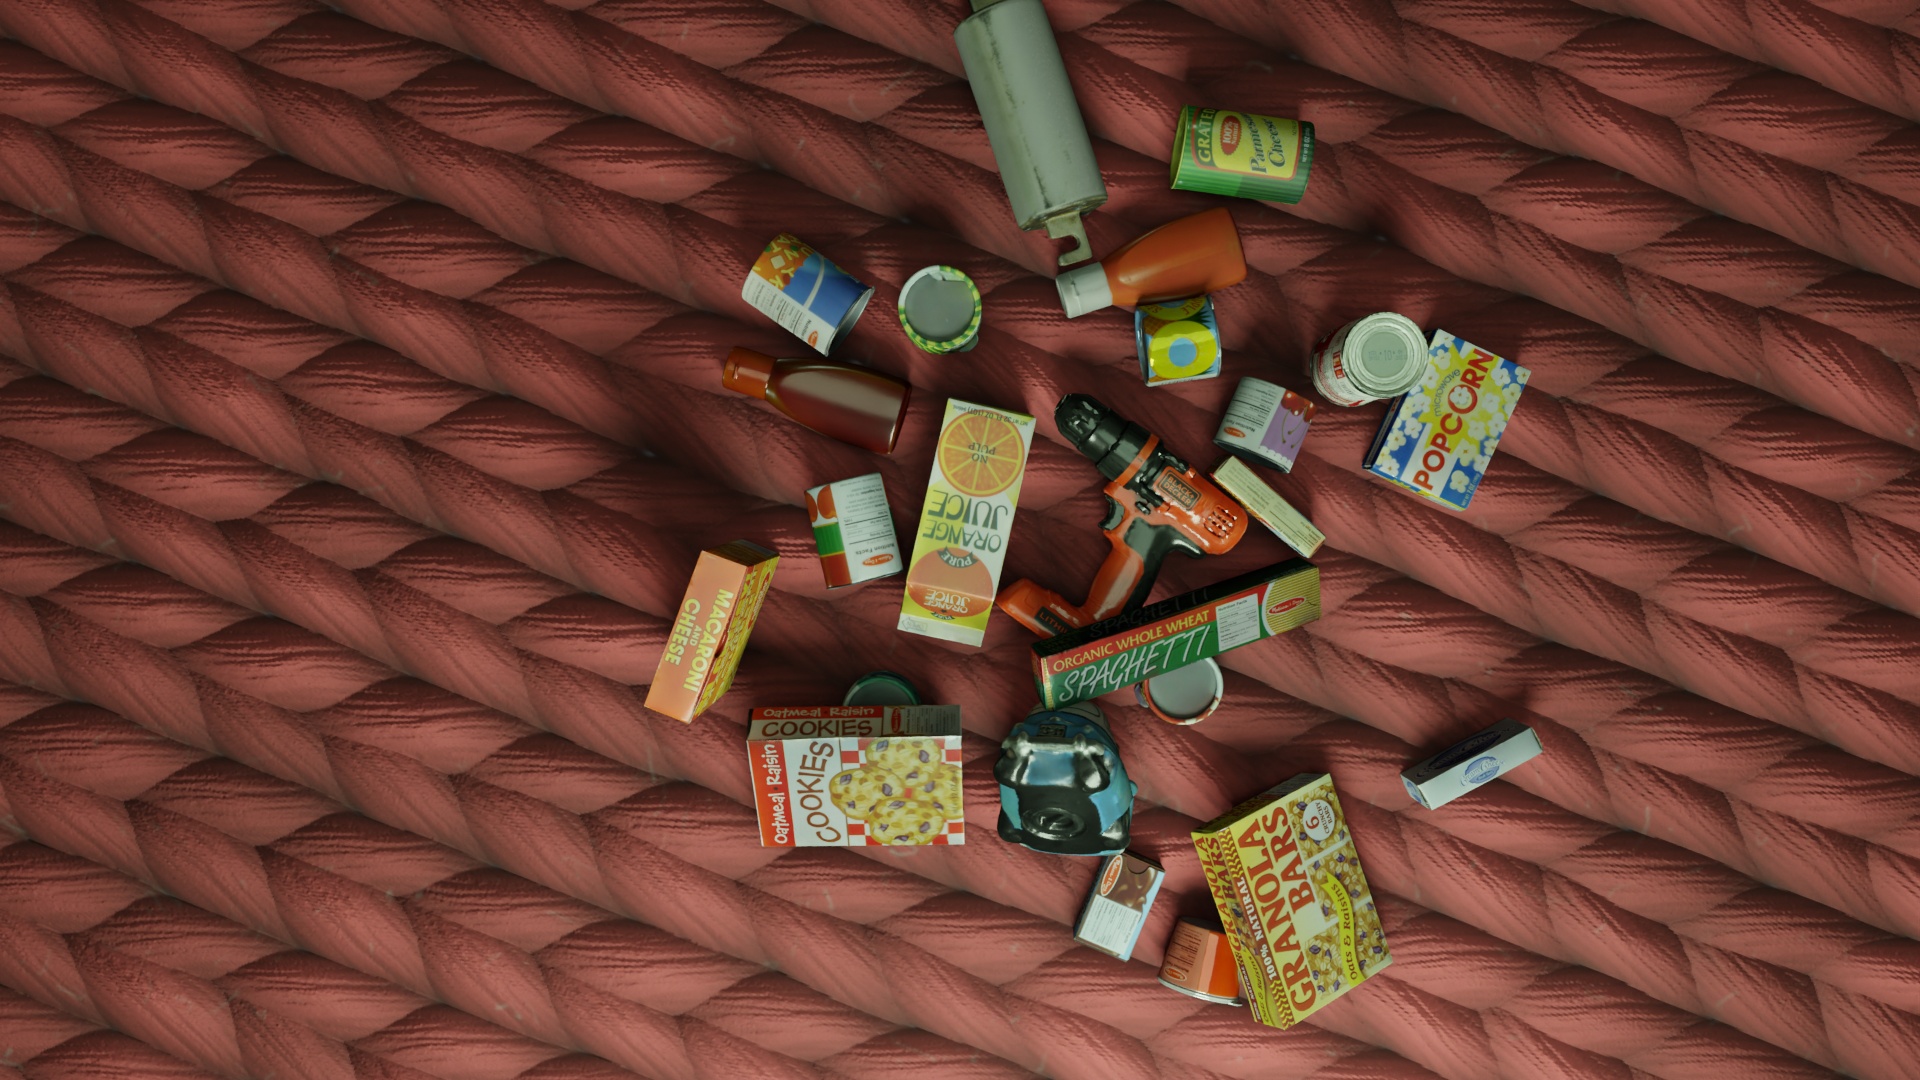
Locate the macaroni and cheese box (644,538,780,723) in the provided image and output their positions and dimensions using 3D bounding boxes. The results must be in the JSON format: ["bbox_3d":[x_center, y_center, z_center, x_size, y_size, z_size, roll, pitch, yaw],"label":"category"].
[{"bbox_3d":[-0.188,0.065,1.075,0.040,0.166,0.123,21,92,-1],"label":"macaroni and cheese box"}]

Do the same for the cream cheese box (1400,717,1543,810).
[{"bbox_3d":[0.415,0.181,1.131,0.104,0.053,0.024,-28,90,1],"label":"cream cheese box"}]

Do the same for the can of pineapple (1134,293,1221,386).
[{"bbox_3d":[0.174,-0.161,1.115,0.058,0.071,0.071,-9,92,1],"label":"can of pineapple"}]

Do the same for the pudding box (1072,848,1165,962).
[{"bbox_3d":[0.131,0.298,1.148,0.050,0.030,0.083,22,92,1],"label":"pudding box"}]

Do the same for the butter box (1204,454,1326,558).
[{"bbox_3d":[0.247,-0.029,1.126,0.103,0.053,0.024,41,95,0],"label":"butter box"}]

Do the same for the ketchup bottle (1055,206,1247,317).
[{"bbox_3d":[0.153,-0.220,1.125,0.149,0.043,0.064,-17,91,1],"label":"ketchup bottle"}]

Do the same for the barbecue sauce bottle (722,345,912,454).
[{"bbox_3d":[-0.118,-0.120,1.130,0.148,0.044,0.064,17,104,1],"label":"barbecue sauce bottle"}]

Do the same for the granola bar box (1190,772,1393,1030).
[{"bbox_3d":[0.267,0.286,1.118,0.124,0.039,0.165,-20,92,-27],"label":"granola bar box"}]

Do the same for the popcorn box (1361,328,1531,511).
[{"bbox_3d":[0.394,-0.098,1.130,0.085,0.038,0.126,25,92,0],"label":"popcorn box"}]

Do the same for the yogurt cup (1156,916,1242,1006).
[{"bbox_3d":[0.199,0.341,1.133,0.072,0.072,0.054,14,84,0],"label":"yogurt cup"}]

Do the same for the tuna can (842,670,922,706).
[{"bbox_3d":[-0.062,0.142,1.143,0.071,0.033,0.071,0,92,1],"label":"tuna can"}]

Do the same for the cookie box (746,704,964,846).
[{"bbox_3d":[-0.081,0.189,1.114,0.167,0.040,0.122,-1,125,0],"label":"cookie box"}]

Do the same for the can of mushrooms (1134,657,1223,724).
[{"bbox_3d":[0.179,0.118,1.141,0.071,0.033,0.071,0,92,0],"label":"can of mushrooms"}]

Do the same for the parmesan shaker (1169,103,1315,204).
[{"bbox_3d":[0.225,-0.311,1.112,0.103,0.071,0.071,7,92,0],"label":"parmesan shaker"}]

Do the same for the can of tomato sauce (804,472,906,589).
[{"bbox_3d":[-0.087,-0.008,1.124,0.071,0.071,0.083,-14,91,1],"label":"can of tomato sauce"}]

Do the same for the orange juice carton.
[{"bbox_3d":[0.004,-0.014,1.118,0.072,0.073,0.192,13,92,0],"label":"orange juice carton"}]

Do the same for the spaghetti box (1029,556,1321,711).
[{"bbox_3d":[0.172,0.072,1.097,0.251,0.029,0.050,-17,114,-17],"label":"spaghetti box"}]

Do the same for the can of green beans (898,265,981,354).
[{"bbox_3d":[-0.016,-0.186,1.120,0.071,0.058,0.071,0,92,0],"label":"can of green beans"}]

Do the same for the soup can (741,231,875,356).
[{"bbox_3d":[-0.122,-0.200,1.118,0.084,0.071,0.071,35,92,0],"label":"soup can"}]

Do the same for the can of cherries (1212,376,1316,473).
[{"bbox_3d":[0.247,-0.093,1.120,0.071,0.071,0.058,23,91,0],"label":"can of cherries"}]
